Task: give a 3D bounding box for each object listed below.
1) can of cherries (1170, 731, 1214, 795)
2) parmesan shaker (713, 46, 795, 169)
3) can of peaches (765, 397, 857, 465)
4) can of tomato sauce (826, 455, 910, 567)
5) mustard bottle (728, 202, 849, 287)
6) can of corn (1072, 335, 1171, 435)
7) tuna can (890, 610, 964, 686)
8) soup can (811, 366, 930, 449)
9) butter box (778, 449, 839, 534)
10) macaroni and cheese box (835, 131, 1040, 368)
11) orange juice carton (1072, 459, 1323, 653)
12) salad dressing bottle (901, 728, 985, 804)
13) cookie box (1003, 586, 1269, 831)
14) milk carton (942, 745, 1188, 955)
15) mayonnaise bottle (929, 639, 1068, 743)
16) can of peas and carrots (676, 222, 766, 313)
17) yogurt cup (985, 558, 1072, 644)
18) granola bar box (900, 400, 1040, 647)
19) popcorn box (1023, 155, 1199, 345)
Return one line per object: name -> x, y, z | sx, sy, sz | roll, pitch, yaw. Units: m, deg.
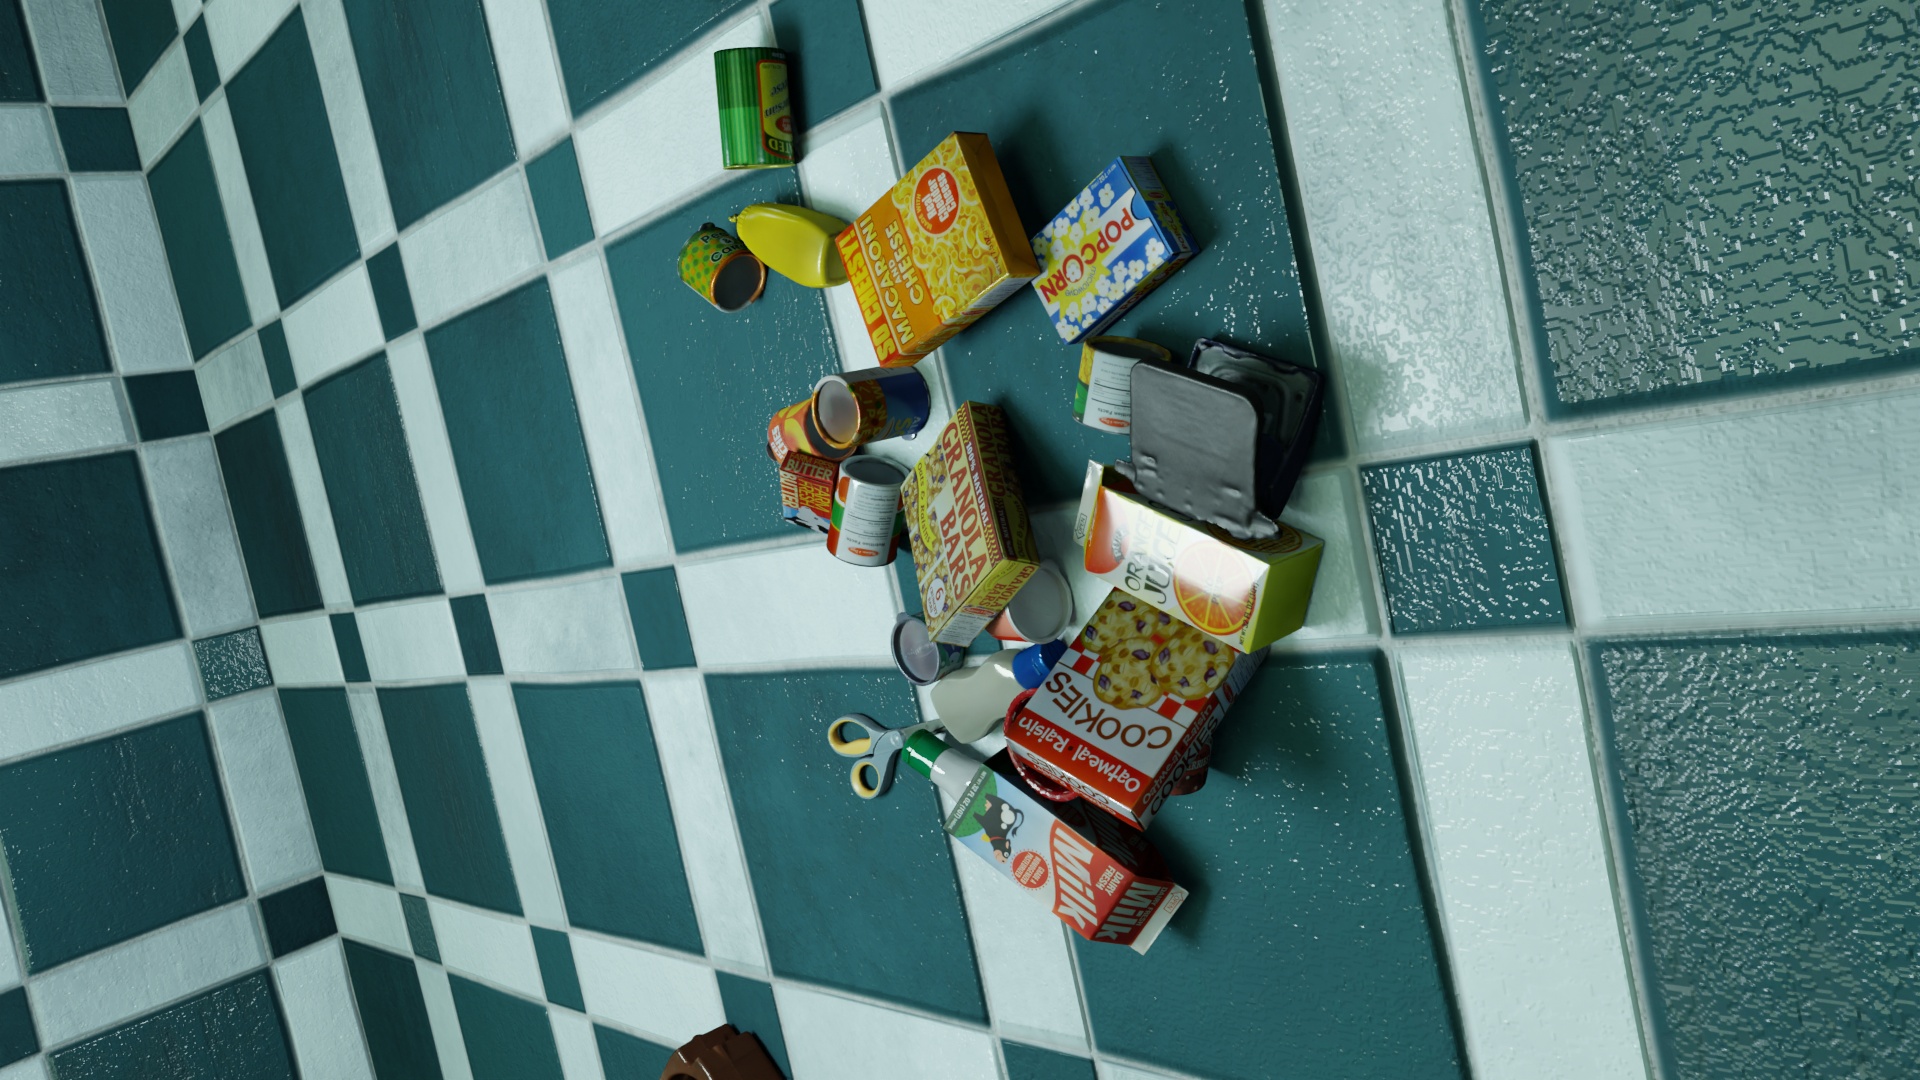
can of cherries -> 0.162, 0.156, 1.067 | 0.071, 0.072, 0.058 | 24, 118, 39
parmesan shaker -> -0.189, -0.392, 1.263 | 0.071, 0.071, 0.102 | 10, 108, 44
can of peaches -> -0.139, -0.098, 1.299 | 0.058, 0.071, 0.071 | -13, 92, 46
can of tomato sauce -> -0.084, -0.028, 1.268 | 0.071, 0.071, 0.082 | 32, 123, 35
mustard bottle -> -0.162, -0.282, 1.285 | 0.160, 0.049, 0.065 | 31, 122, 37
can of corn -> 0.120, -0.117, 1.034 | 0.071, 0.071, 0.058 | 27, 119, 38
tuna can -> -0.031, 0.095, 1.273 | 0.071, 0.033, 0.071 | 16, 113, 42
soup can -> -0.078, -0.116, 1.222 | 0.071, 0.084, 0.071 | 16, 114, 42
butter box -> -0.140, -0.043, 1.302 | 0.053, 0.024, 0.103 | 17, 152, 5
macaroni and cheese box -> -0.022, -0.228, 1.111 | 0.166, 0.040, 0.124 | -29, 77, 46
orange juice carton -> 0.160, 0.004, 1.020 | 0.193, 0.073, 0.071 | 28, 121, 38
salad dressing bottle -> 0.011, 0.220, 1.250 | 0.148, 0.044, 0.064 | 29, 123, 32
cookie box -> 0.130, 0.115, 1.029 | 0.123, 0.168, 0.040 | 25, 159, 38
milk carton -> 0.090, 0.256, 1.138 | 0.191, 0.073, 0.072 | 36, 108, 15
mayonnaise bottle -> 0.037, 0.126, 1.207 | 0.147, 0.041, 0.065 | -34, 88, 44
can of peas and carrots -> -0.231, -0.264, 1.347 | 0.059, 0.071, 0.070 | 38, 127, 31
yogurt cup -> 0.051, 0.054, 1.156 | 0.054, 0.072, 0.072 | -14, 92, 55
granola bar box -> 0.004, -0.014, 1.151 | 0.123, 0.039, 0.166 | -50, 40, 41
popcorn box -> 0.108, -0.214, 1.035 | 0.126, 0.038, 0.085 | -38, 73, 45
